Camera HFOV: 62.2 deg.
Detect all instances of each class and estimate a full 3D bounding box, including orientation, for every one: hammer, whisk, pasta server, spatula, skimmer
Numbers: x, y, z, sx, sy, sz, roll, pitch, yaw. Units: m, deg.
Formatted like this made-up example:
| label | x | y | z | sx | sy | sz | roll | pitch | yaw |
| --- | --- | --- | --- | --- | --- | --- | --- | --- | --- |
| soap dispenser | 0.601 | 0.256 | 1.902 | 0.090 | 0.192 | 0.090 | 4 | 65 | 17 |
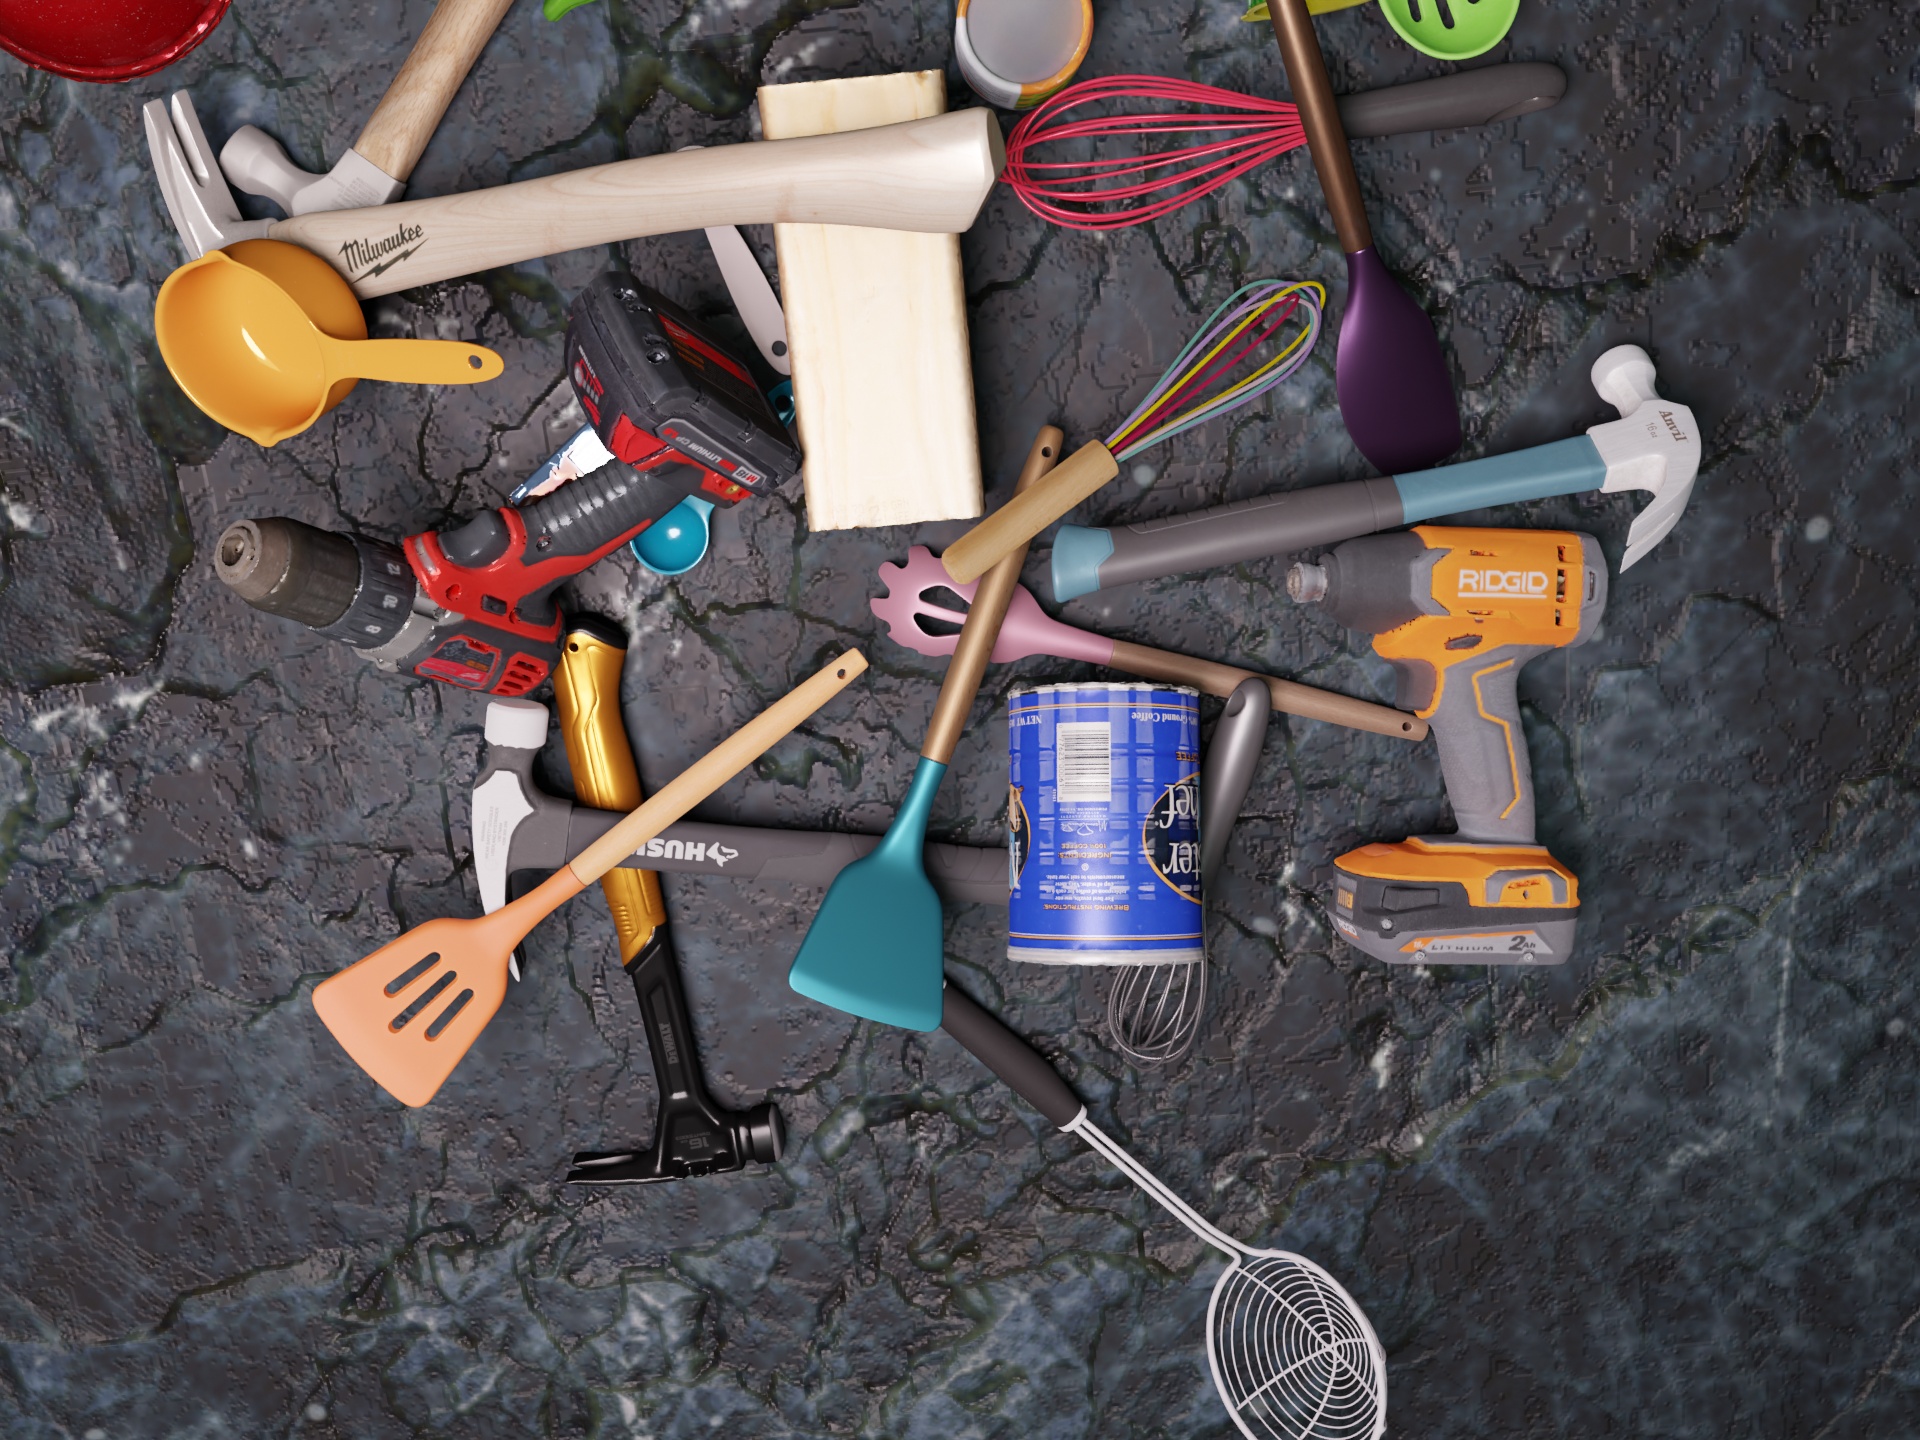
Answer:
| label | x | y | z | sx | sy | sz | roll | pitch | yaw |
| --- | --- | --- | --- | --- | --- | --- | --- | --- | --- |
| hammer | -0.182 | -0.244 | 0.735 | 0.410 | 0.038 | 0.146 | -3 | 123 | 17 |
| hammer | -0.095 | 0.080 | 0.870 | 0.334 | 0.035 | 0.146 | 7 | 99 | -11 |
| whisk | 0.160 | -0.295 | 0.793 | 0.296 | 0.073 | 0.073 | -10 | 104 | -3 |
| pasta server | 0.107 | -0.033 | 0.874 | 0.316 | 0.040 | 0.060 | 13 | 103 | -8 |
| spatula | -0.001 | -0.003 | 0.819 | 0.082 | 0.044 | 0.317 | 19 | 89 | -10 |
| whisk | 0.131 | 0.088 | 0.883 | 0.055 | 0.055 | 0.239 | 13 | 108 | -4 |
| hammer | 0.207 | -0.110 | 0.808 | 0.331 | 0.128 | 0.033 | -11 | 142 | 3 |
| spatula | -0.177 | 0.067 | 0.815 | 0.322 | 0.041 | 0.081 | -38 | 103 | -3 |
| hammer | -0.227 | -0.370 | 0.783 | 0.130 | 0.031 | 0.331 | 35 | 101 | -8 |
| whisk | 0.090 | -0.150 | 0.811 | 0.245 | 0.047 | 0.051 | -37 | 93 | -7 |
| skimmer | 0.100 | 0.289 | 0.918 | 0.363 | 0.090 | 0.127 | 42 | 131 | -8 |
| spatula | 0.186 | -0.255 | 0.779 | 0.060 | 0.018 | 0.315 | -25 | 121 | 4 |
| hammer | -0.191 | 0.106 | 0.899 | 0.127 | 0.034 | 0.336 | -9 | 104 | 1 |

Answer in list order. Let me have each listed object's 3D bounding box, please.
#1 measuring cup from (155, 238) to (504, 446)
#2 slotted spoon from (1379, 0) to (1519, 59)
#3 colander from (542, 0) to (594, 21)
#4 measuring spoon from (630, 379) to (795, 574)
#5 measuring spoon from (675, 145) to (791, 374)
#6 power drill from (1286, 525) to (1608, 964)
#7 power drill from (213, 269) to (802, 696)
| label | x | y | z | sx | sy | sz | roll | pitch | yaw |
| --- | --- | --- | --- | --- | --- | --- | --- | --- | --- |
| measuring cup | -0.288 | -0.181 | 0.753 | 0.173 | 0.052 | 0.095 | 5 | 124 | 10 |
| slotted spoon | 0.209 | -0.477 | 0.764 | 0.070 | 0.031 | 0.313 | -15 | 102 | 3 |
| colander | -0.004 | -0.387 | 0.727 | 0.397 | 0.205 | 0.094 | -22 | 127 | 15 |
| measuring spoon | -0.129 | -0.133 | 0.853 | 0.042 | 0.021 | 0.128 | 41 | 91 | -20 |
| measuring spoon | -0.116 | -0.238 | 0.828 | 0.034 | 0.018 | 0.124 | -24 | 110 | 5 |
| power drill | 0.250 | 0.010 | 0.842 | 0.164 | 0.084 | 0.226 | 2 | 93 | -7 |
| power drill | -0.208 | -0.102 | 0.741 | 0.226 | 0.187 | 0.080 | -37 | 65 | 16 |
